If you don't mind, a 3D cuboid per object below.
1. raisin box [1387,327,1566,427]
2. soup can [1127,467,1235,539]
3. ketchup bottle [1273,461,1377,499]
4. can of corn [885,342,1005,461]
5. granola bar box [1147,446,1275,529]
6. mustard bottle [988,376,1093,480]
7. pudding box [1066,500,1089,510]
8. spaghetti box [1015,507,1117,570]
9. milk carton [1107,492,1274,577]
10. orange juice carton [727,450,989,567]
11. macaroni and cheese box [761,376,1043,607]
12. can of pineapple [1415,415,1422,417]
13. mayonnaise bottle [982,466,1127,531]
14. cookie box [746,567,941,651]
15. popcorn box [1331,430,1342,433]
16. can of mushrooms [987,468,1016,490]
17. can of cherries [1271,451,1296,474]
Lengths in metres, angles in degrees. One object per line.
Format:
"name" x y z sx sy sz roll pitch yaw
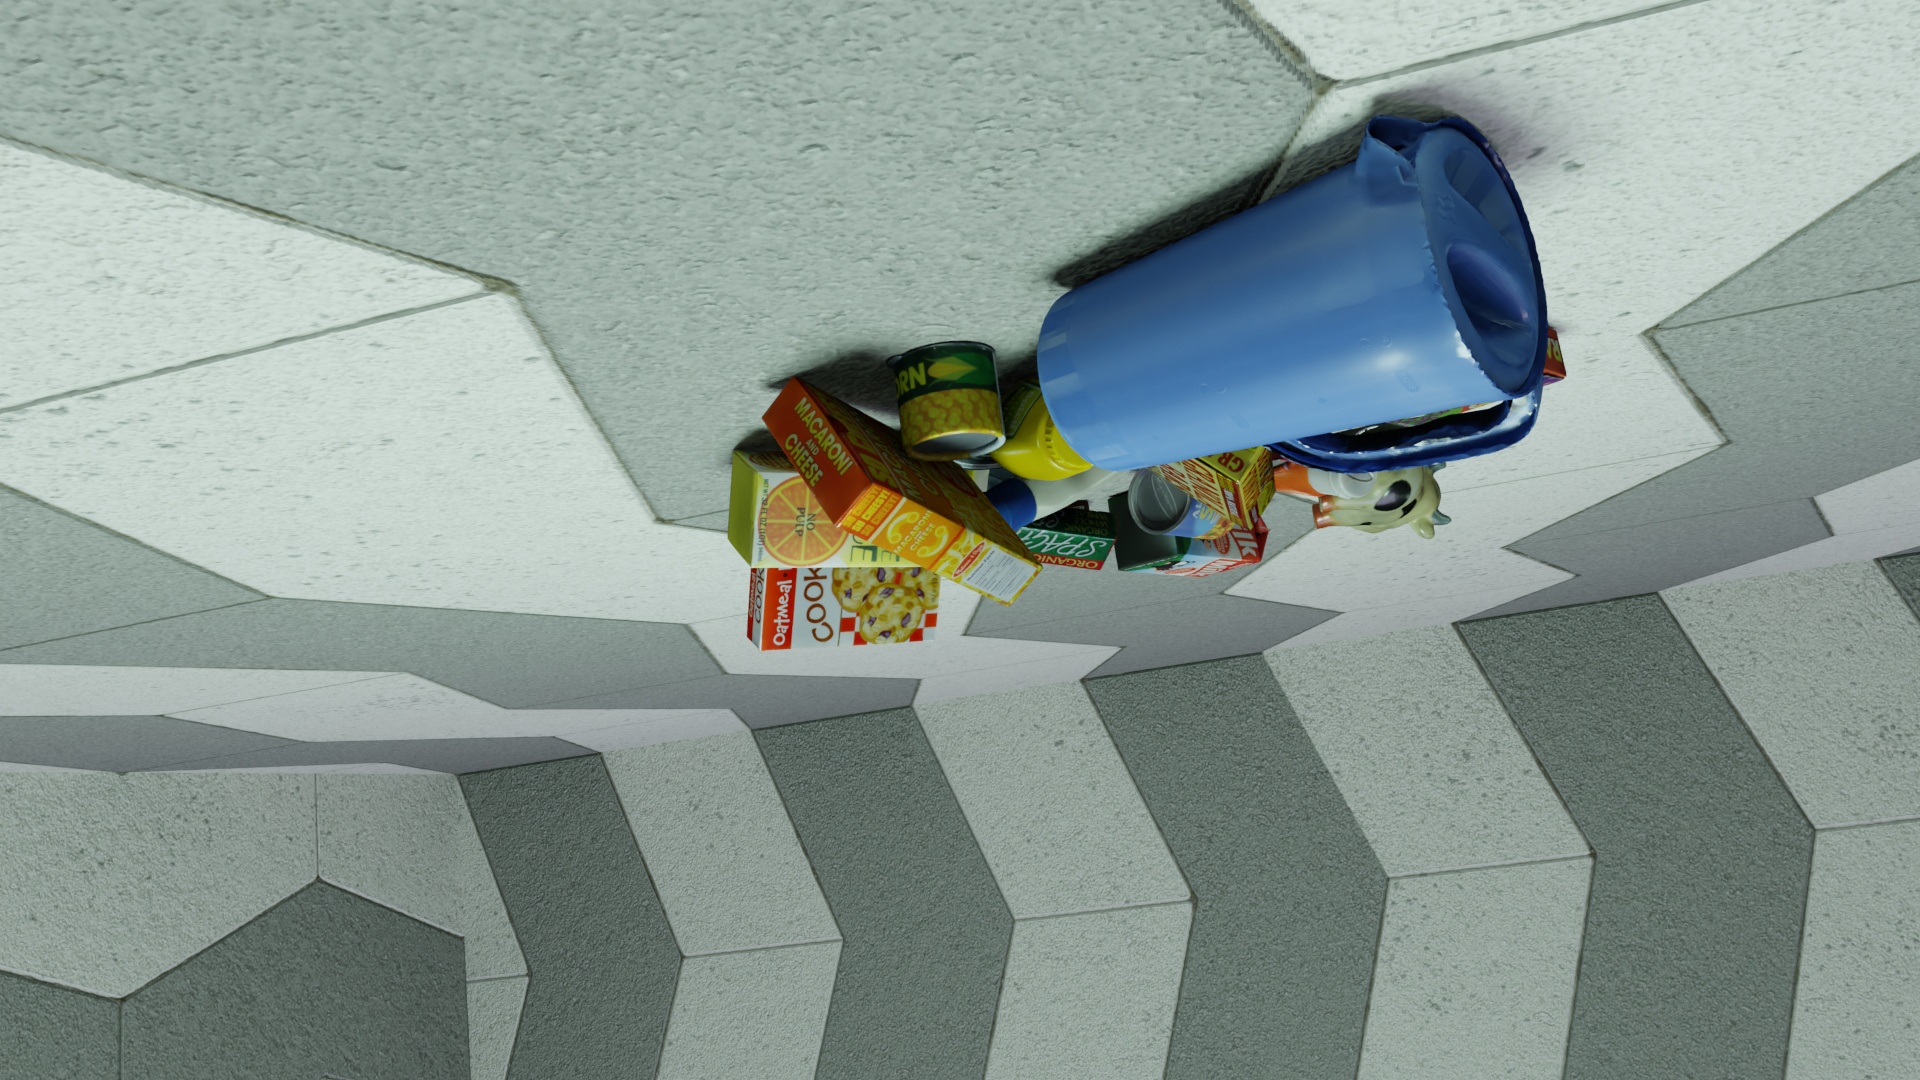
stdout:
"raisin box" 0.354 -0.119 0.994 0.086 0.040 0.123 5 162 -43
"soup can" 0.202 -0.037 1.230 0.071 0.071 0.084 -18 165 41
"ketchup bottle" 0.264 -0.058 1.093 0.065 0.043 0.149 14 -178 -26
"can of corn" -0.009 -0.086 0.877 0.071 0.058 0.071 -7 168 -1
"granola bar box" 0.149 -0.067 0.938 0.124 0.039 0.165 34 180 17
"mustard bottle" 0.060 -0.070 0.880 0.049 0.065 0.160 33 177 -17
"pudding box" 0.087 -0.014 1.356 0.050 0.030 0.083 -3 168 -23
"spaghetti box" 0.004 -0.014 1.142 0.250 0.029 0.050 8 144 -8
"milk carton" 0.233 -0.008 1.369 0.072 0.073 0.191 -17 165 39
"orange juice carton" -0.070 -0.024 1.033 0.193 0.071 0.073 0 -164 -23
"macaroni and cheese box" -0.036 -0.031 0.898 0.166 0.124 0.040 27 109 -45
"can of pineapple" 0.274 -0.112 0.918 0.058 0.071 0.071 -7 168 -2
"mayonnaise bottle" 0.070 -0.044 1.041 0.149 0.041 0.064 -28 -176 -34
"cookie box" -0.100 0.029 1.218 0.168 0.122 0.040 -1 -164 -27
"popcorn box" 0.245 -0.113 0.843 0.127 0.038 0.084 -12 132 4
"can of mushrooms" 0.027 -0.040 1.092 0.071 0.071 0.033 -16 167 35
"can of cherries" 0.218 -0.080 1.048 0.071 0.058 0.071 -7 168 -1
